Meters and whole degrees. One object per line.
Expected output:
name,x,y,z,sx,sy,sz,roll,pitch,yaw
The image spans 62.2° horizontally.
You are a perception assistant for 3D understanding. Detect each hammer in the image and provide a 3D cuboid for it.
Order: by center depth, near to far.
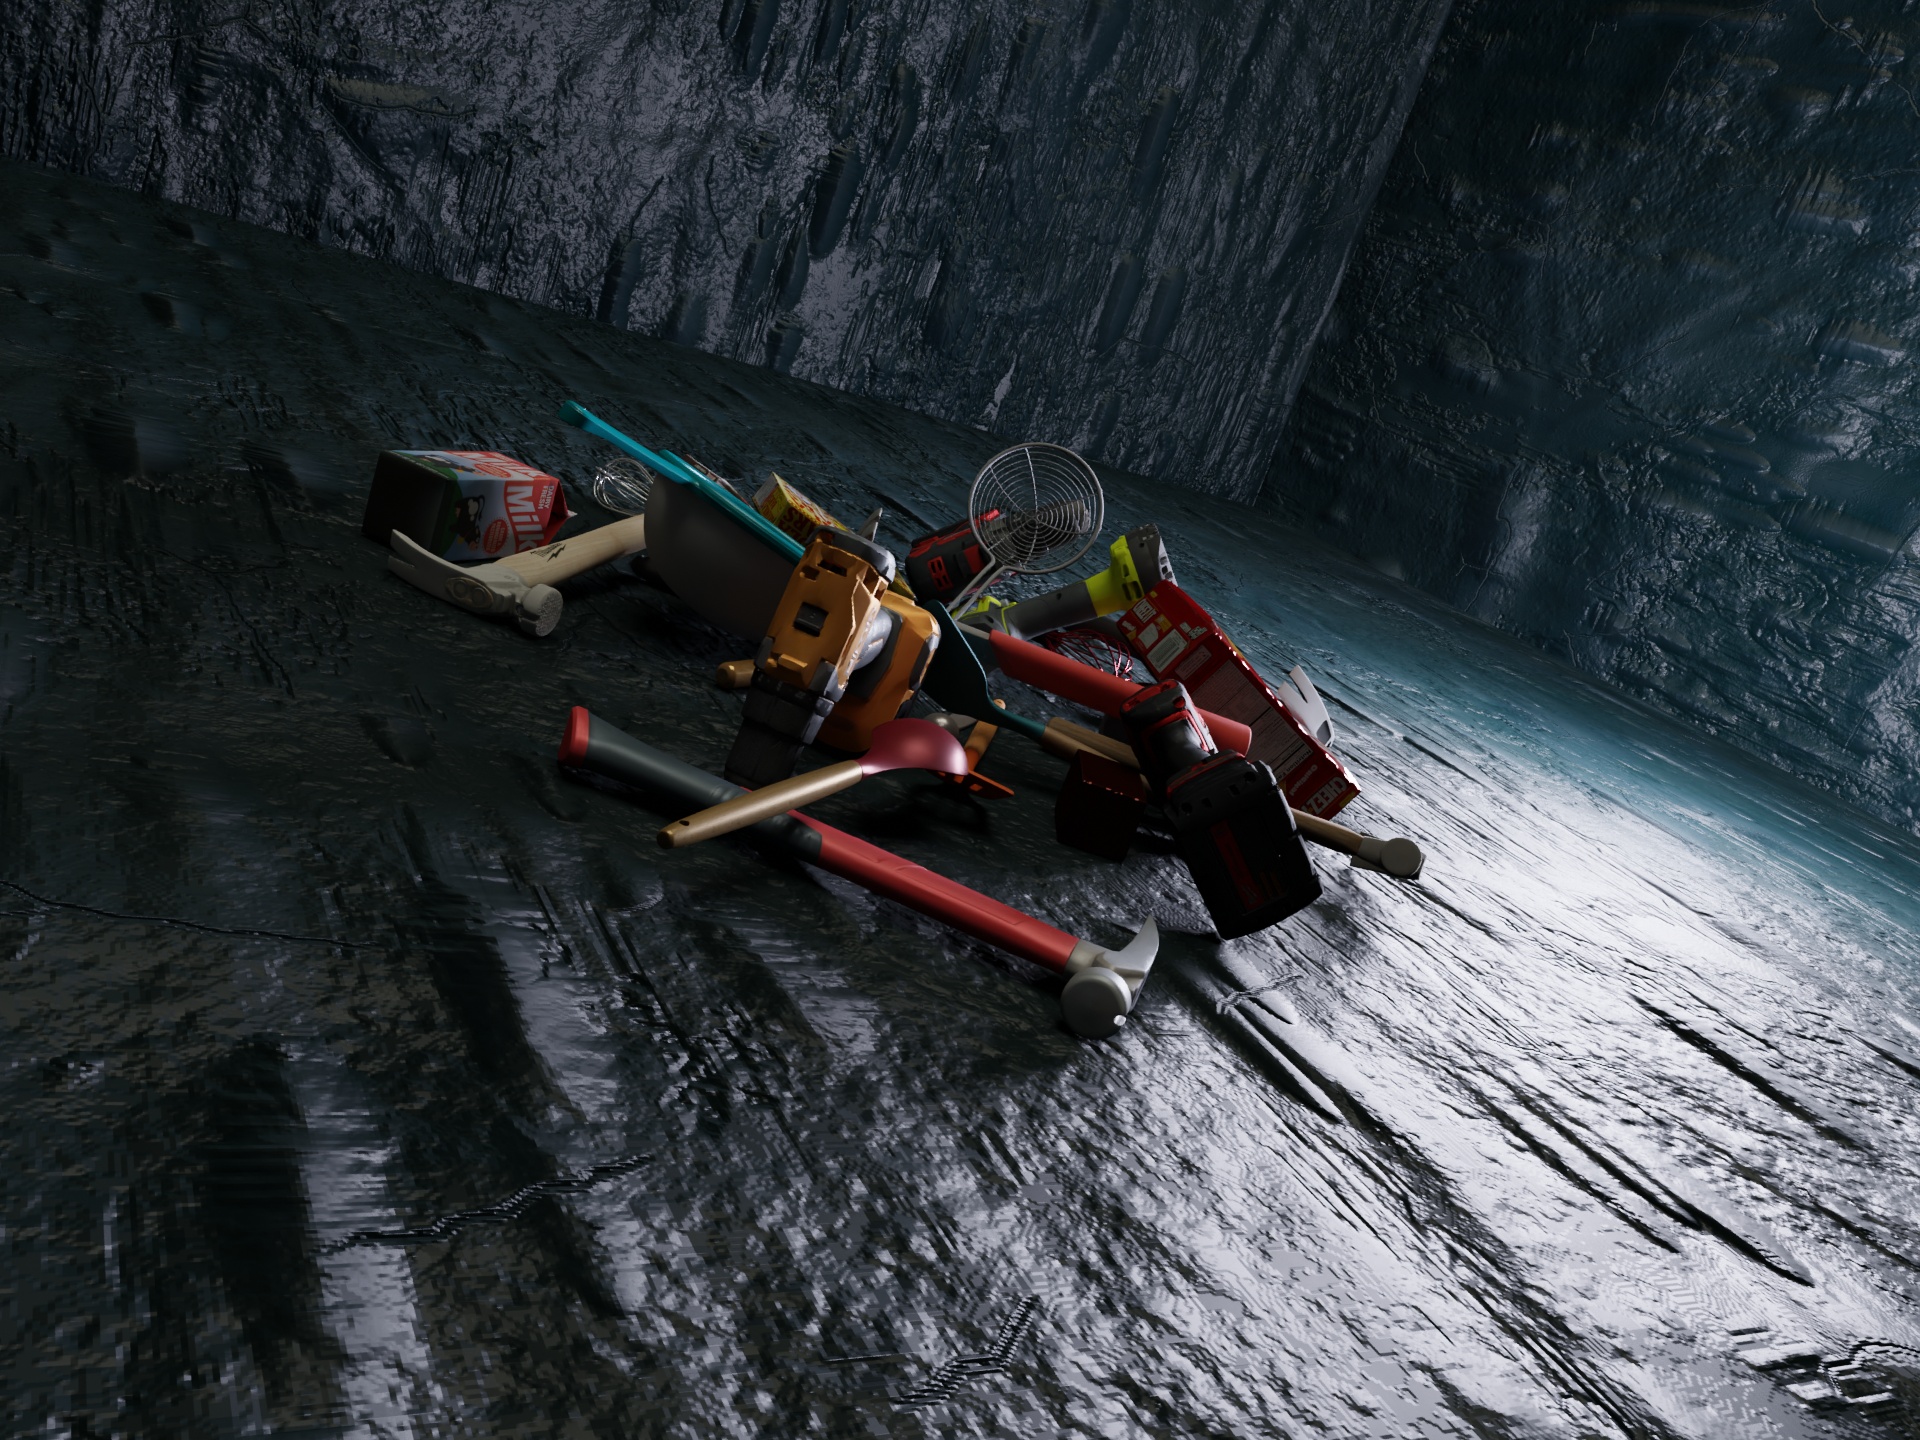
hammer,-0.066,0.078,0.965,0.386,0.038,0.143,23,15,12
hammer,0.068,-0.047,1.262,0.359,0.149,0.037,20,46,-8
hammer,0.223,0.064,1.323,0.331,0.031,0.130,21,-2,20
hammer,-0.311,-0.157,1.376,0.146,0.038,0.411,22,22,13
hammer,0.228,-0.057,1.626,0.335,0.035,0.146,29,-19,32

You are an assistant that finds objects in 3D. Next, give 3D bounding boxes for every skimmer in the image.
skimmer,0.014,-0.129,1.399,0.127,0.090,0.363,33,43,5

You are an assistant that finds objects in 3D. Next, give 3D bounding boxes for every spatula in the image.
spatula,0.087,0.013,1.260,0.317,0.082,0.044,28,46,-16
spatula,0.015,0.015,1.261,0.081,0.041,0.323,25,15,2

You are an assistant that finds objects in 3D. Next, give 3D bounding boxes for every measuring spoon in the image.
measuring spoon,-0.002,-0.004,1.344,0.034,0.018,0.124,23,16,12

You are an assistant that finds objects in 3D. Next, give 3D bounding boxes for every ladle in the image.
ladle,-0.081,0.036,0.962,0.069,0.031,0.315,28,21,21

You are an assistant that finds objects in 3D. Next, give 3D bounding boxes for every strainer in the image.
strainer,-0.219,-0.146,1.276,0.211,0.095,0.340,38,5,34

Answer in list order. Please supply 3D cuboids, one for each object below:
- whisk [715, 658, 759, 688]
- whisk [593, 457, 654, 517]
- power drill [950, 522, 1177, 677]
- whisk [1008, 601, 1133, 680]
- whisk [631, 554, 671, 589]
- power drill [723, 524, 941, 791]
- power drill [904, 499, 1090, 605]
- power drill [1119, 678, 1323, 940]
whisk,-0.112,-0.044,1.322,0.047,0.051,0.245,5,9,37
whisk,-0.287,-0.203,1.617,0.246,0.059,0.057,33,-8,26
power drill,0.094,-0.115,1.550,0.228,0.080,0.191,-19,13,8
whisk,0.103,-0.080,1.651,0.073,0.073,0.296,13,12,-23
whisk,-0.183,-0.112,1.440,0.239,0.055,0.055,15,16,1
power drill,-0.090,-0.024,1.102,0.084,0.185,0.226,23,-3,10
power drill,0.033,-0.177,1.637,0.188,0.080,0.227,-23,7,0
power drill,0.183,0.064,1.162,0.078,0.143,0.220,-26,19,3
